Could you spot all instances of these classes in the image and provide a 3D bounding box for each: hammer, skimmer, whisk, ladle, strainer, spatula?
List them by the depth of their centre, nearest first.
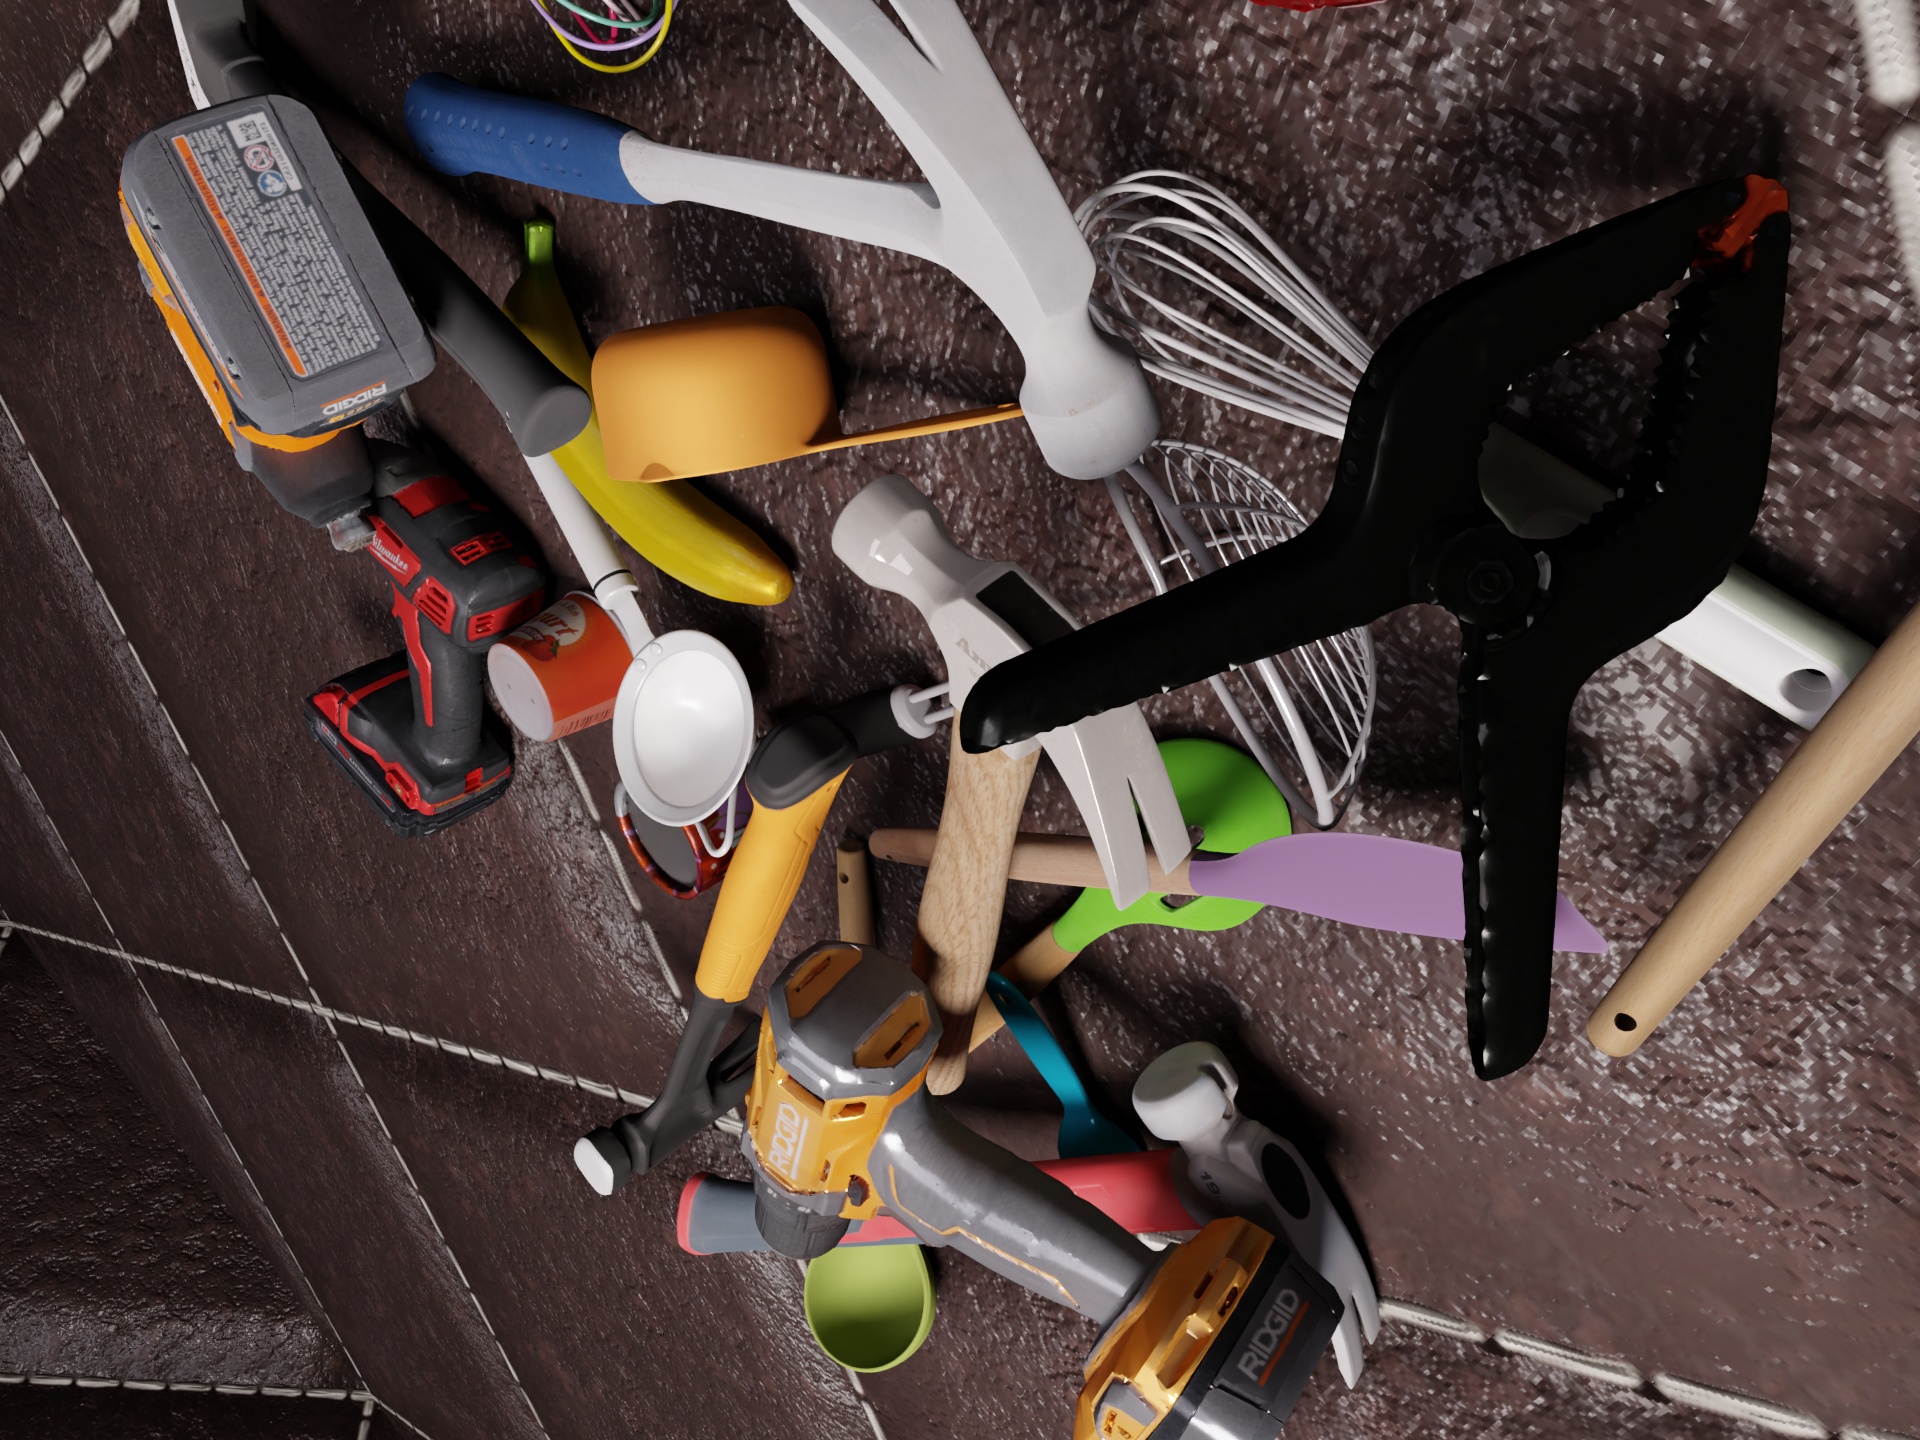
[{"bbox_3d":[0.124,-0.072,0.414,0.246,0.059,0.057,37,138,18],"label":"whisk"},{"bbox_3d":[-0.100,-0.186,0.520,0.406,0.035,0.143,30,160,47],"label":"hammer"},{"bbox_3d":[0.061,0.048,0.531,0.059,0.018,0.316,39,157,-30],"label":"spatula"},{"bbox_3d":[-0.001,-0.002,0.563,0.363,0.090,0.127,-17,106,52],"label":"skimmer"},{"bbox_3d":[0.003,0.063,0.568,0.130,0.031,0.331,43,152,21],"label":"hammer"},{"bbox_3d":[-0.182,-0.324,0.578,0.245,0.051,0.047,50,148,14],"label":"whisk"},{"bbox_3d":[-0.260,-0.225,0.696,0.335,0.035,0.146,45,149,26],"label":"hammer"},{"bbox_3d":[-0.001,0.231,0.716,0.386,0.038,0.143,-22,107,44],"label":"hammer"},{"bbox_3d":[-0.097,0.106,0.720,0.034,0.127,0.336,45,140,17],"label":"hammer"},{"bbox_3d":[-0.150,-0.053,0.721,0.087,0.050,0.258,-38,74,28],"label":"strainer"},{"bbox_3d":[-0.051,0.200,0.794,0.078,0.062,0.320,18,126,31],"label":"ladle"}]

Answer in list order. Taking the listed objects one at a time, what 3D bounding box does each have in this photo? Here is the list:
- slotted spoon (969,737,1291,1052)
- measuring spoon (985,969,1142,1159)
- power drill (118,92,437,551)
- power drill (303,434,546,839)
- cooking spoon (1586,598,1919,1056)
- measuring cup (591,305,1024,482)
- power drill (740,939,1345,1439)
[{"bbox_3d":[0.035,0.099,0.651,0.070,0.031,0.313,49,143,9],"label":"slotted spoon"},{"bbox_3d":[0.037,0.157,0.668,0.042,0.021,0.128,-4,126,45],"label":"measuring spoon"},{"bbox_3d":[-0.294,-0.160,0.696,0.226,0.084,0.164,-2,115,64],"label":"power drill"},{"bbox_3d":[-0.301,-0.049,0.878,0.143,0.078,0.219,44,138,17],"label":"power drill"},{"bbox_3d":[0.217,-0.032,0.334,0.069,0.017,0.318,32,129,15],"label":"cooking spoon"},{"bbox_3d":[-0.053,-0.122,0.560,0.174,0.095,0.052,-2,109,28],"label":"measuring cup"},{"bbox_3d":[0.010,0.203,0.605,0.226,0.084,0.185,34,139,16],"label":"power drill"}]
